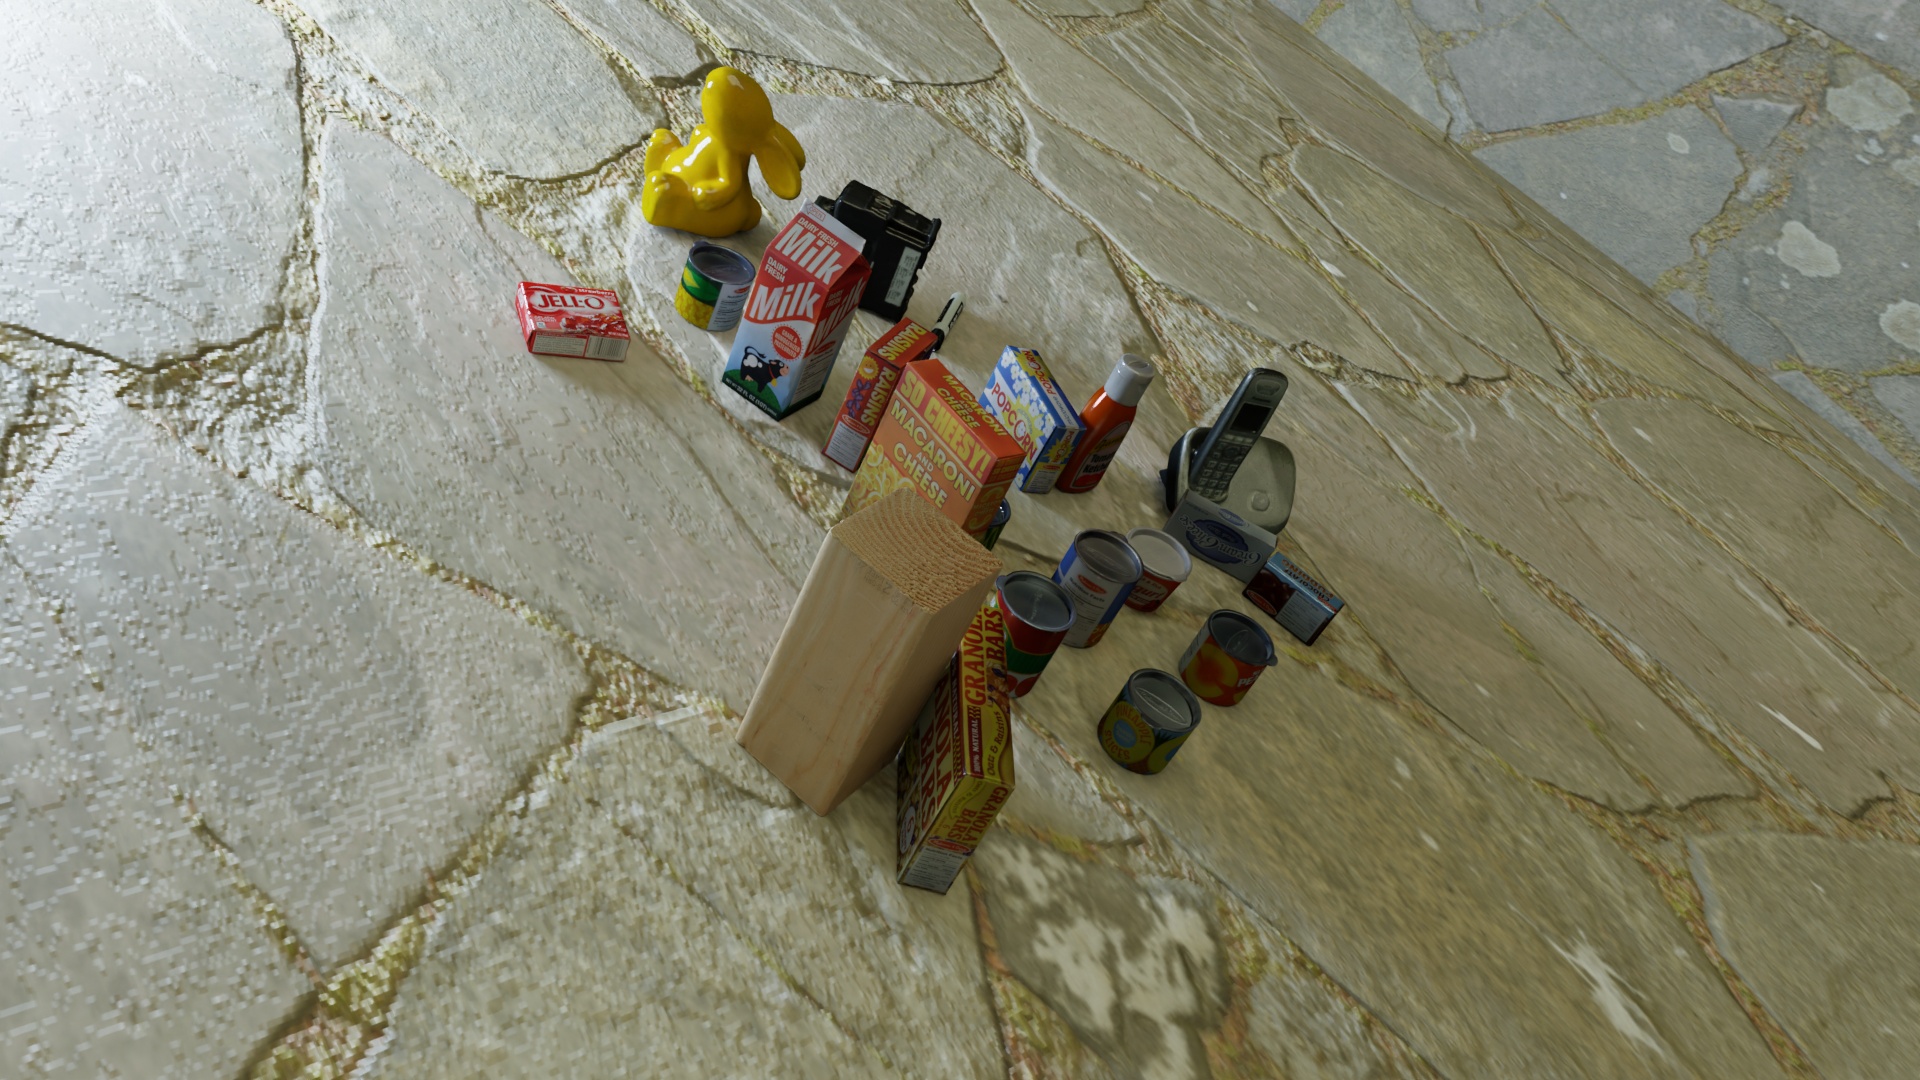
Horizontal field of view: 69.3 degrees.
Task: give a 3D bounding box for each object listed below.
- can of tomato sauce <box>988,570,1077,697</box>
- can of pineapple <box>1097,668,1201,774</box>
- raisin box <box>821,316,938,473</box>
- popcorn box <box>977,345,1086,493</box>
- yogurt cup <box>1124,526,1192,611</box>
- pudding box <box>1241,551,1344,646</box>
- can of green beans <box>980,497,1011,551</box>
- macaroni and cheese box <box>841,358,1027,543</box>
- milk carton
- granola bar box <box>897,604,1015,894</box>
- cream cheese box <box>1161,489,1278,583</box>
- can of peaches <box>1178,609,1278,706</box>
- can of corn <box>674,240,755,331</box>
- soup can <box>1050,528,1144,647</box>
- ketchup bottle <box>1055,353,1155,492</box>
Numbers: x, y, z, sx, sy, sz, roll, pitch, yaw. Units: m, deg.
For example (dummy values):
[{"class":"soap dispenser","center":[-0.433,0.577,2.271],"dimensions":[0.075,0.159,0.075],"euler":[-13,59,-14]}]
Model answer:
[{"class":"can of tomato sauce","center":[0.045,0.076,1.120],"dimensions":[0.071,0.082,0.071],"euler":[18,37,-14]},{"class":"can of pineapple","center":[0.151,0.147,1.123],"dimensions":[0.071,0.057,0.071],"euler":[18,37,-14]},{"class":"raisin box","center":[-0.073,-0.132,1.262],"dimensions":[0.040,0.122,0.086],"euler":[32,36,6]},{"class":"popcorn box","center":[0.067,-0.119,1.368],"dimensions":[0.038,0.084,0.127],"euler":[2,44,-31]},{"class":"yogurt cup","center":[0.173,0.028,1.283],"dimensions":[0.072,0.053,0.073],"euler":[18,37,-14]},{"class":"pudding box","center":[0.323,0.056,1.350],"dimensions":[0.084,0.049,0.030],"euler":[39,37,15]},{"class":"can of green beans","center":[0.003,-0.014,1.224],"dimensions":[0.071,0.057,0.071],"euler":[18,37,-14]},{"class":"macaroni and cheese box","center":[-0.025,-0.048,1.155],"dimensions":[0.040,0.165,0.124],"euler":[-14,53,-43]},{"class":"milk carton","center":[-0.143,-0.210,1.254],"dimensions":[0.072,0.189,0.074],"euler":[36,37,11]},{"class":"granola bar box","center":[-0.007,0.141,0.973],"dimensions":[0.039,0.123,0.166],"euler":[17,38,-15]},{"class":"cream cheese box","center":[0.256,-0.004,1.376],"dimensions":[0.104,0.053,0.024],"euler":[28,36,0]},{"class":"can of peaches","center":[0.237,0.105,1.228],"dimensions":[0.071,0.057,0.071],"euler":[18,37,-14]},{"class":"can of corn","center":[-0.241,-0.247,1.348],"dimensions":[0.071,0.058,0.071],"euler":[18,37,-14]},{"class":"soup can","center":[0.112,0.041,1.205],"dimensions":[0.071,0.083,0.072],"euler":[18,37,-14]},{"class":"ketchup bottle","center":[0.140,-0.114,1.355],"dimensions":[0.065,0.148,0.043],"euler":[-14,53,-43]}]
